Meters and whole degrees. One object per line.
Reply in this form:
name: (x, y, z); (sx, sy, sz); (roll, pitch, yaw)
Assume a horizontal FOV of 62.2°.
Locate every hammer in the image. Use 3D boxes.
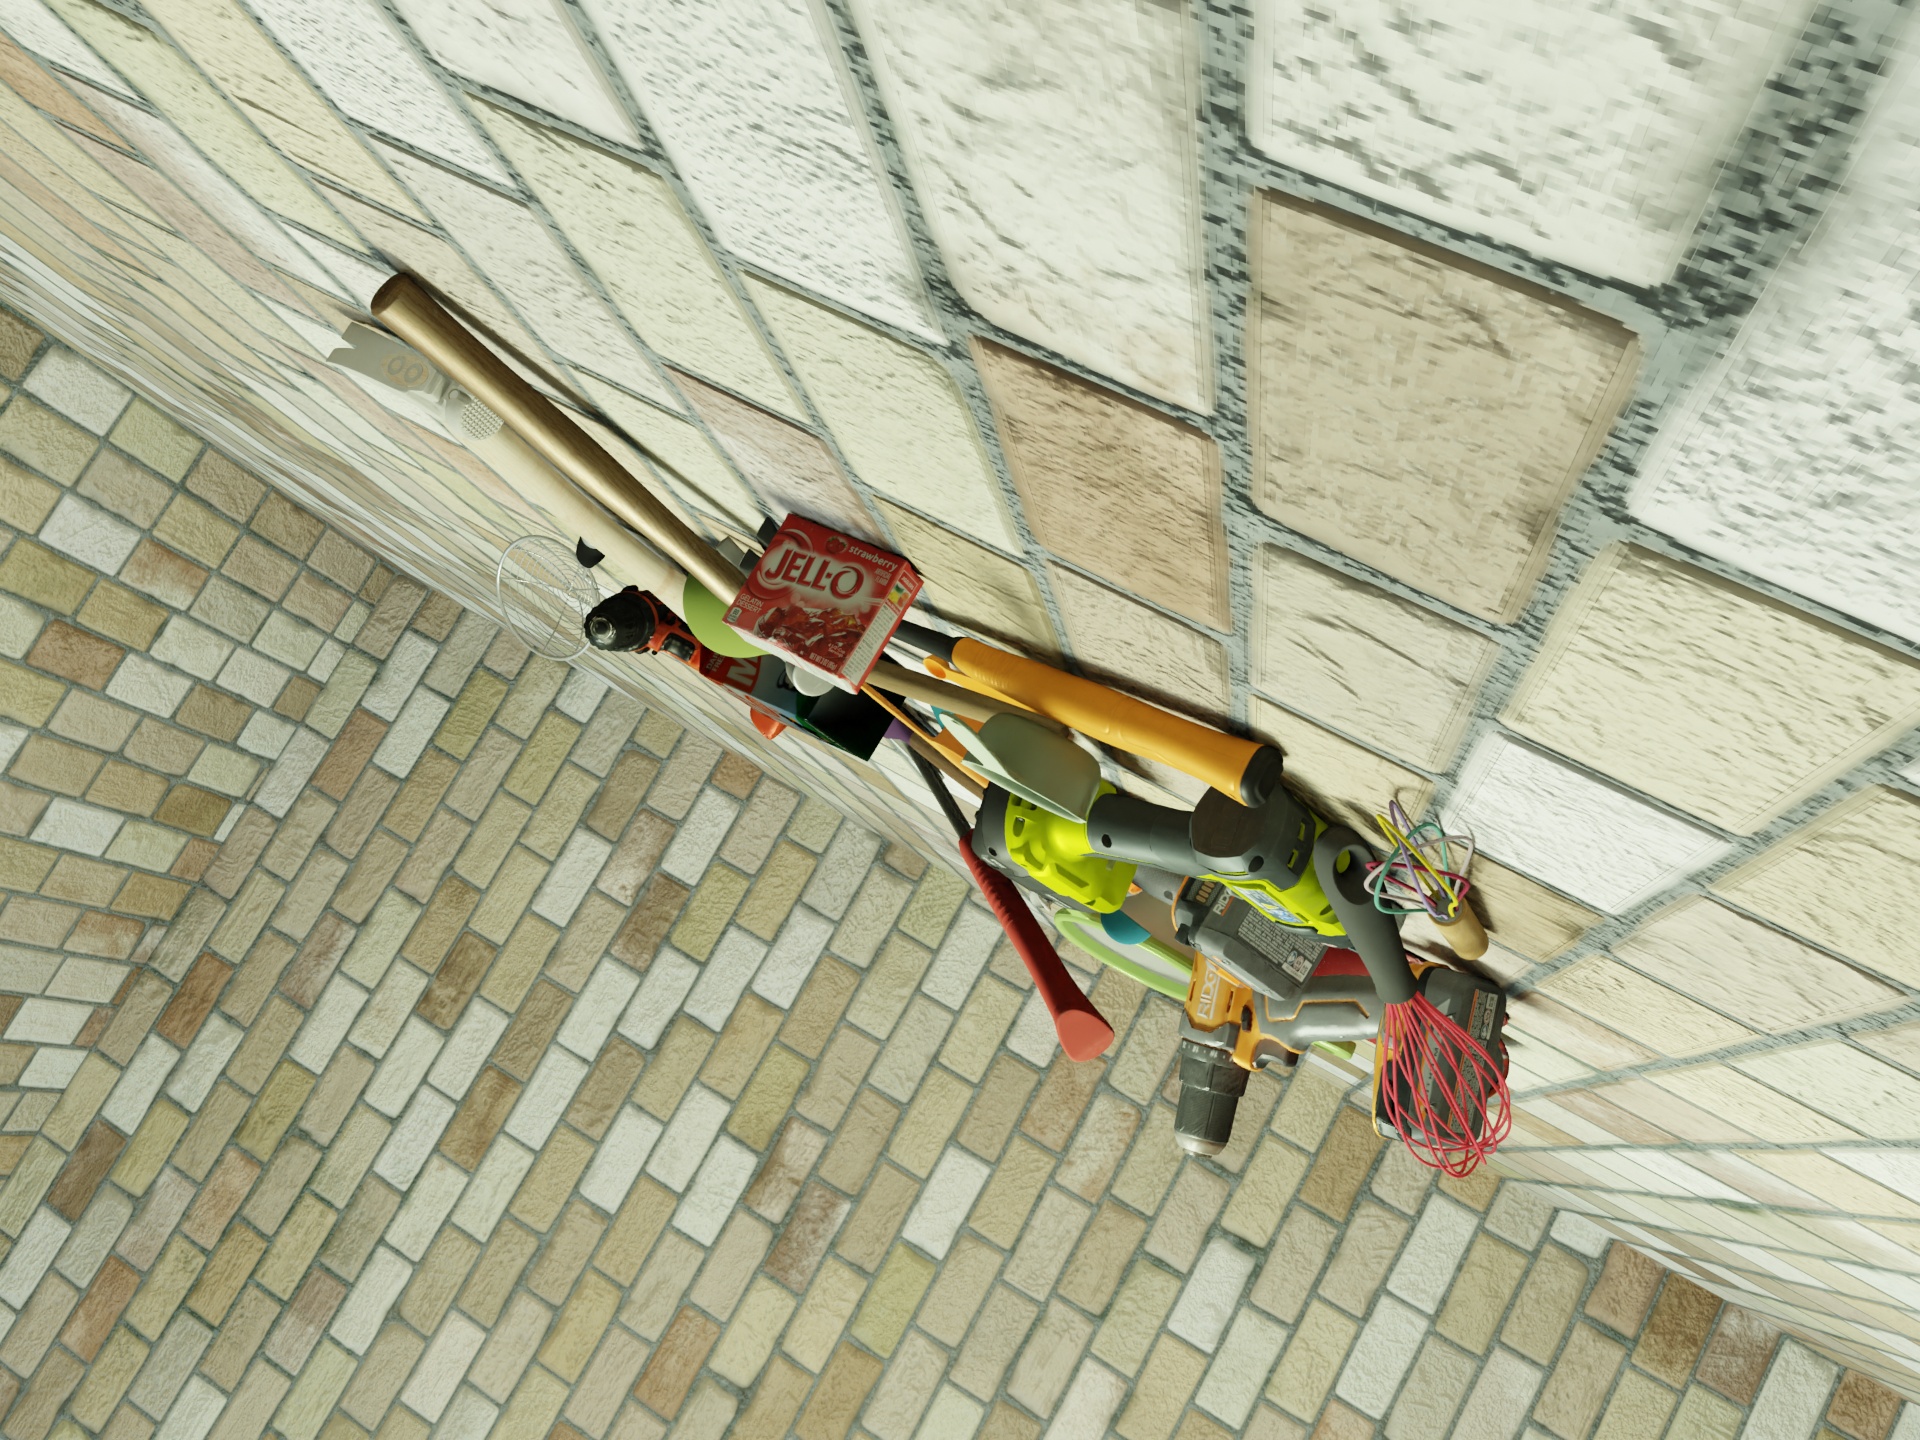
hammer: (-0.287, -0.156, 1.174); (0.146, 0.038, 0.410); (27, 172, 27)
hammer: (-0.201, -0.137, 0.928); (0.331, 0.031, 0.130); (42, -175, -36)
hammer: (0.024, 0.119, 1.235); (0.149, 0.036, 0.359); (46, -171, -49)
hammer: (0.024, -0.029, 0.876); (0.337, 0.034, 0.127); (24, 171, 35)

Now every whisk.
whisk: (0.253, 0.163, 0.899); (0.073, 0.073, 0.295); (20, 148, 49)
whisk: (0.250, 0.096, 0.824); (0.047, 0.051, 0.244); (18, 170, 30)

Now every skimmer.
skimmer: (-0.366, -0.126, 1.431); (0.127, 0.090, 0.363); (63, 164, -5)

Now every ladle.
ladle: (-0.061, -0.044, 1.043); (0.320, 0.062, 0.078); (19, 144, 31)

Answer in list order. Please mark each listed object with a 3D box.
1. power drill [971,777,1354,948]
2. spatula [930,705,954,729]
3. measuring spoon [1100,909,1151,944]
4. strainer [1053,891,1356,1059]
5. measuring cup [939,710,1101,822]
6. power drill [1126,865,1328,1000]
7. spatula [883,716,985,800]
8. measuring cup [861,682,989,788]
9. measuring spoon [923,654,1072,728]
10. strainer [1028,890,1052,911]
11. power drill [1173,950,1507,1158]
power drill: (0.133, 0.081, 0.951); (0.223, 0.080, 0.171); (7, 159, 44)
spatula: (0.066, 0.049, 1.245); (0.082, 0.044, 0.317); (23, 174, 35)
measuring spoon: (0.082, 0.126, 1.168); (0.129, 0.021, 0.042); (36, 178, 10)
strainer: (0.202, 0.188, 1.273); (0.256, 0.069, 0.151); (24, 164, 14)
measuring cup: (0.028, 0.010, 0.849); (0.083, 0.038, 0.167); (25, 172, 25)
power drill: (0.135, 0.101, 1.121); (0.227, 0.084, 0.164); (27, 172, 48)
spatula: (-0.018, 0.022, 1.178); (0.316, 0.018, 0.059); (35, 142, 46)
measuring cup: (-0.002, -0.003, 1.075); (0.174, 0.052, 0.095); (36, 174, 17)
measuring spoon: (0.027, -0.020, 1.012); (0.117, 0.011, 0.021); (22, 152, 26)
strainer: (0.057, 0.096, 1.271); (0.086, 0.050, 0.259); (58, -173, -17)
power drill: (0.250, 0.238, 1.119); (0.226, 0.185, 0.084); (9, 173, 44)
